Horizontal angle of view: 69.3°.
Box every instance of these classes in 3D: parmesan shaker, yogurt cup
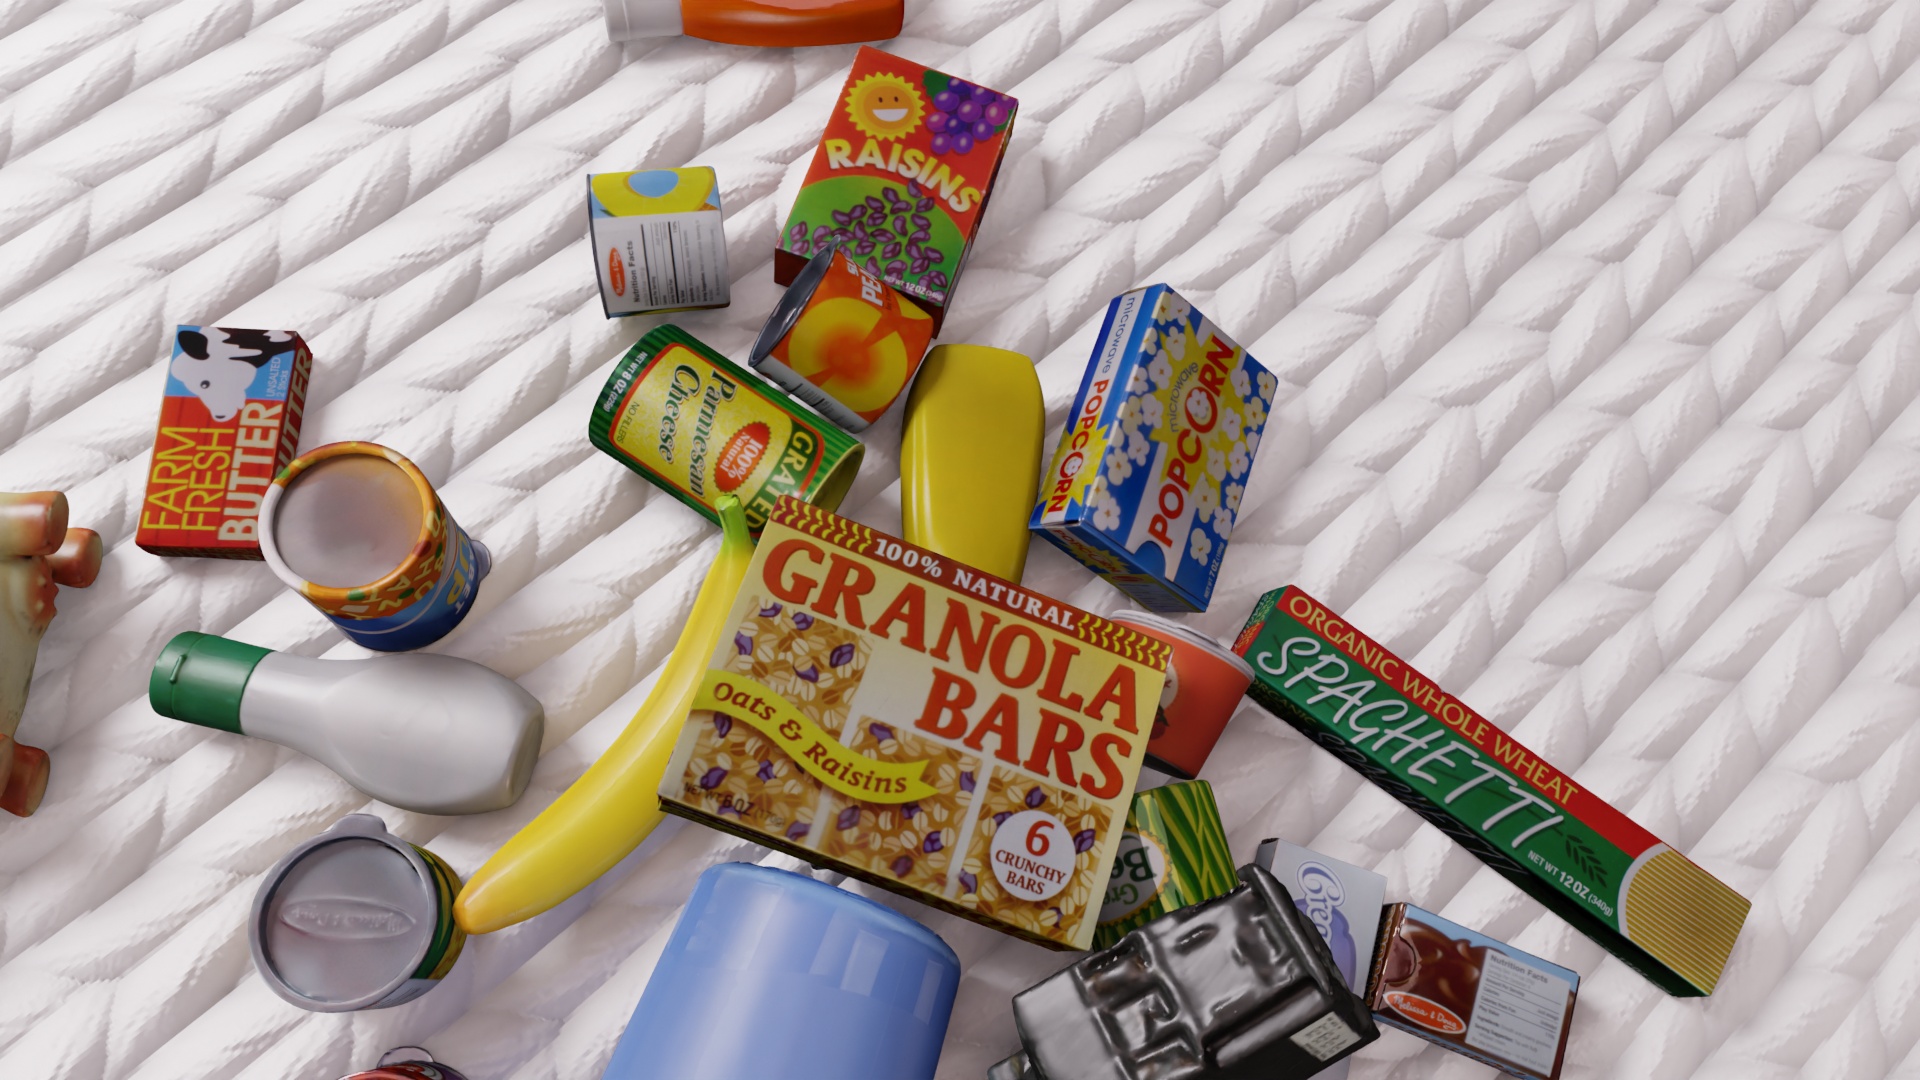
[{"bbox_3d":[-0.104,-0.039,0.612,0.103,0.071,0.071,32,71,4],"label":"parmesan shaker"},{"bbox_3d":[0.086,0.068,0.601,0.072,0.072,0.054,25,78,1],"label":"yogurt cup"}]

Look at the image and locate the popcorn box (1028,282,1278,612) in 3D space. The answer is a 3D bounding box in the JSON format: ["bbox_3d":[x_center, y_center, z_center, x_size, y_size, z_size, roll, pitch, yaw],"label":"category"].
[{"bbox_3d":[0.090,-0.041,0.632,0.085,0.038,0.127,33,67,-31],"label":"popcorn box"}]

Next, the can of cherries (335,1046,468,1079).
[{"bbox_3d":[-0.212,0.225,0.511,0.071,0.058,0.071,2,72,-7],"label":"can of cherries"}]

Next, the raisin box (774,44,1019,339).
[{"bbox_3d":[-0.030,-0.171,0.679,0.086,0.040,0.124,19,71,0],"label":"raisin box"}]

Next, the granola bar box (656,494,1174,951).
[{"bbox_3d":[-0.015,0.070,0.530,0.165,0.039,0.124,22,69,-6],"label":"granola bar box"}]

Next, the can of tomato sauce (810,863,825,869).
[{"bbox_3d":[-0.035,0.088,0.575,0.071,0.071,0.083,-9,74,-10],"label":"can of tomato sauce"}]

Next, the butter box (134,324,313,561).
[{"bbox_3d":[-0.320,-0.042,0.606,0.053,0.024,0.104,2,71,-6],"label":"butter box"}]

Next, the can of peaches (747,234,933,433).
[{"bbox_3d":[-0.052,-0.092,0.626,0.058,0.071,0.071,34,69,-19],"label":"can of peaches"}]

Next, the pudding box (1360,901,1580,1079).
[{"bbox_3d":[0.216,0.192,0.593,0.084,0.030,0.050,22,71,0],"label":"pudding box"}]

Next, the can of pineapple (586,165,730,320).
[{"bbox_3d":[-0.139,-0.138,0.640,0.058,0.070,0.071,-7,73,-10],"label":"can of pineapple"}]

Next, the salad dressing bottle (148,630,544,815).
[{"bbox_3d":[-0.249,0.071,0.567,0.148,0.044,0.064,14,72,-1],"label":"salad dressing bottle"}]

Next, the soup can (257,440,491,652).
[{"bbox_3d":[-0.237,0.003,0.570,0.071,0.083,0.071,2,71,-7],"label":"soup can"}]

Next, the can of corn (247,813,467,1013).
[{"bbox_3d":[-0.229,0.145,0.536,0.071,0.058,0.071,2,72,-6],"label":"can of corn"}]

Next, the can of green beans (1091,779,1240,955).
[{"bbox_3d":[0.080,0.135,0.575,0.071,0.071,0.058,-12,73,-11],"label":"can of green beans"}]

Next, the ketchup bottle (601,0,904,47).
[{"bbox_3d":[-0.106,-0.279,0.703,0.149,0.043,0.065,-10,72,-10],"label":"ketchup bottle"}]

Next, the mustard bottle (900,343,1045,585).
[{"bbox_3d":[0.002,-0.008,0.623,0.065,0.048,0.160,7,71,-7],"label":"mustard bottle"}]

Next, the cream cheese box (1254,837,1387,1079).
[{"bbox_3d":[0.144,0.184,0.590,0.053,0.024,0.104,19,70,-2],"label":"cream cheese box"}]

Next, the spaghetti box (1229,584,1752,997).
[{"bbox_3d":[0.232,0.110,0.624,0.250,0.028,0.050,35,70,5],"label":"spaghetti box"}]
